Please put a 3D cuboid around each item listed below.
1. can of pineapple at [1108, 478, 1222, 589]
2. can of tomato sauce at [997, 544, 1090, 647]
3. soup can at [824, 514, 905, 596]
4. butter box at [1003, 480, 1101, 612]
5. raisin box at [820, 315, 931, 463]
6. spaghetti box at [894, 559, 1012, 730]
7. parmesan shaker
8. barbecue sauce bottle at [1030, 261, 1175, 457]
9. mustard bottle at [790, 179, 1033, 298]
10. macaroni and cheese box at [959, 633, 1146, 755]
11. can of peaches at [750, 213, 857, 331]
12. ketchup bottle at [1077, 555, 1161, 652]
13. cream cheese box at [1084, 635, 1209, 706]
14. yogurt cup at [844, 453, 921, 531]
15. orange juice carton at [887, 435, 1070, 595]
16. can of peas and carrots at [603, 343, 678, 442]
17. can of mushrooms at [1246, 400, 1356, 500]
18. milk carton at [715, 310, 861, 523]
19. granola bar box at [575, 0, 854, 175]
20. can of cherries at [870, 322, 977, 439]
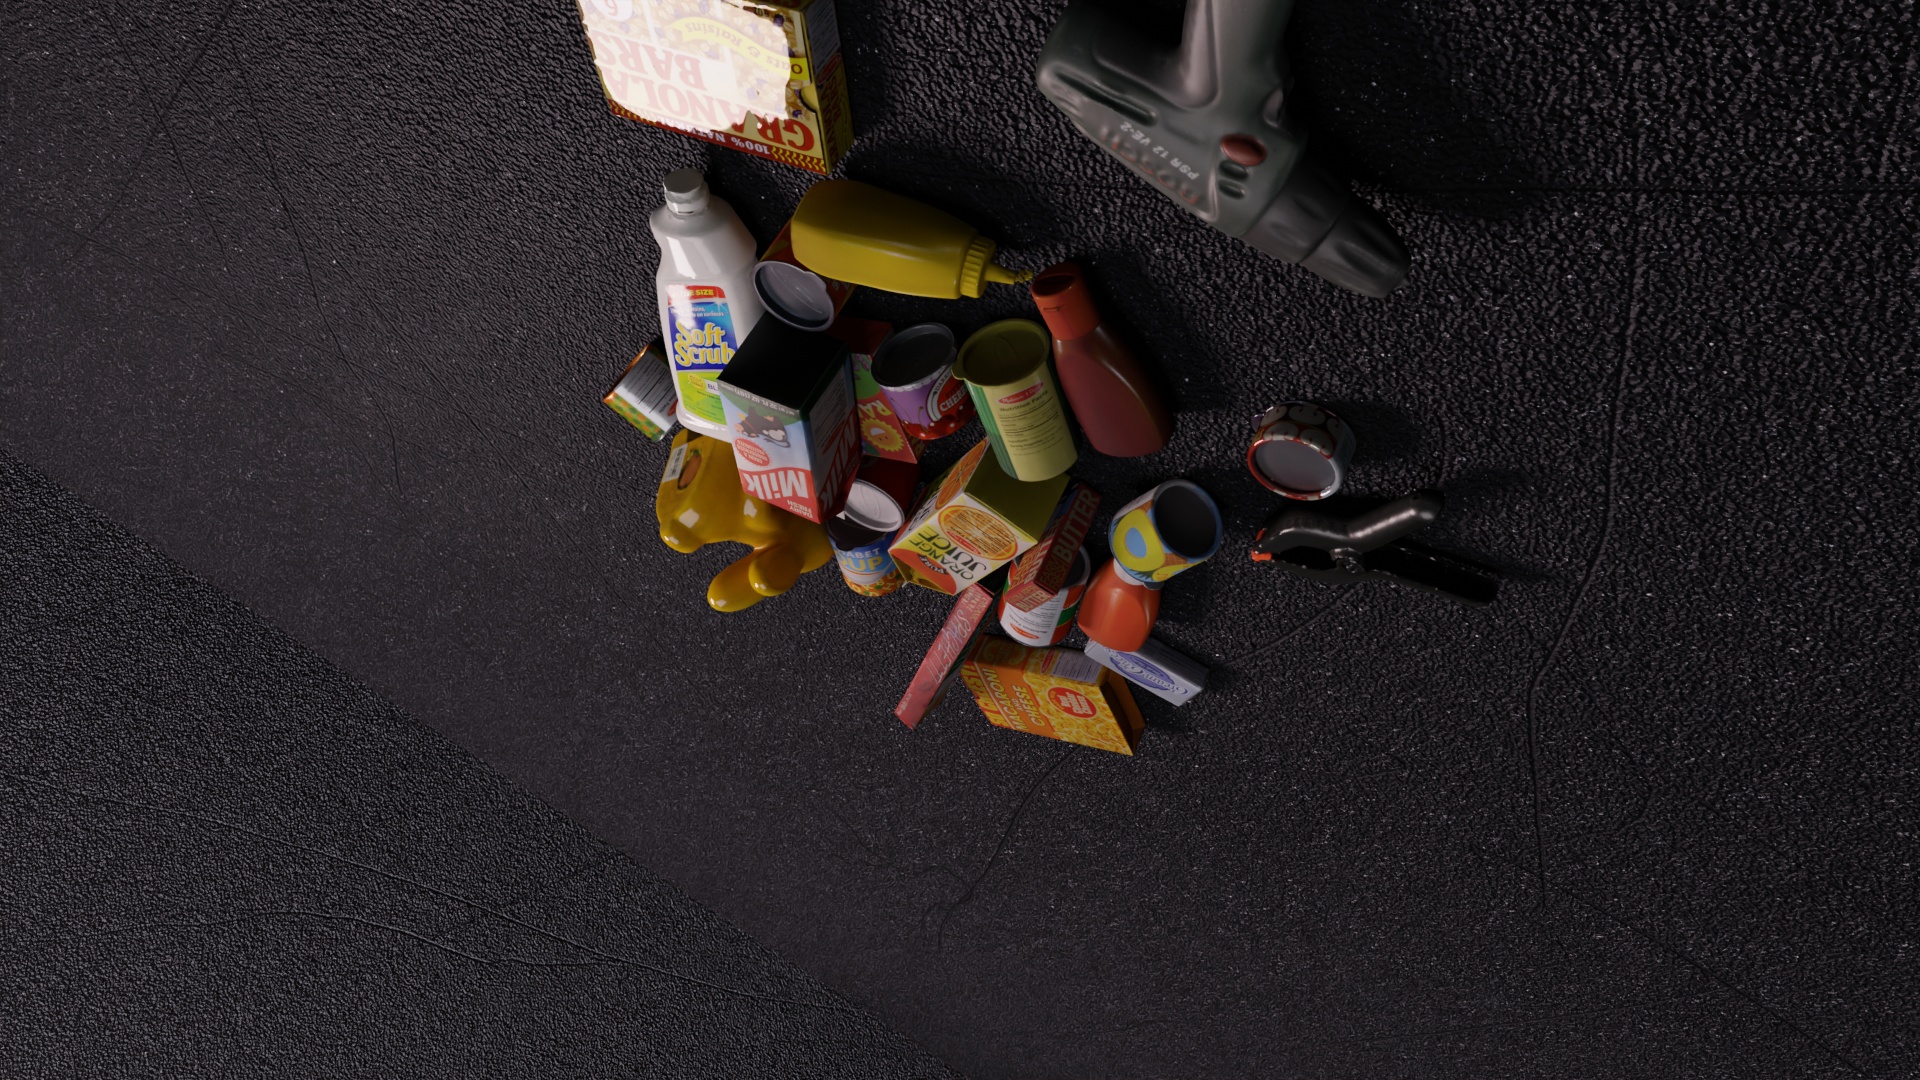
[{"bbox_3d":[0.155,-0.005,1.044,0.071,0.071,0.057,35,149,-13],"label":"can of pineapple"},{"bbox_3d":[0.071,0.039,1.180,0.071,0.071,0.082,23,142,8],"label":"can of tomato sauce"},{"bbox_3d":[-0.084,0.004,1.256,0.071,0.072,0.083,16,149,20],"label":"soup can"},{"bbox_3d":[0.073,0.005,1.094,0.024,0.104,0.053,34,149,-12],"label":"butter box"},{"bbox_3d":[-0.078,-0.120,1.090,0.086,0.040,0.123,11,145,28],"label":"raisin box"},{"bbox_3d":[-0.005,0.098,1.310,0.029,0.050,0.248,39,140,9],"label":"spaghetti box"},{"bbox_3d":[0.042,-0.098,0.991,0.071,0.071,0.102,11,147,28],"label":"parmesan shaker"},{"bbox_3d":[0.093,-0.120,0.939,0.065,0.044,0.148,3,142,37],"label":"barbecue sauce bottle"},{"bbox_3d":[-0.030,-0.190,0.913,0.160,0.065,0.048,18,145,9],"label":"mustard bottle"},{"bbox_3d":[0.087,0.151,1.377,0.166,0.040,0.123,7,144,32],"label":"macaroni and cheese box"},{"bbox_3d":[-0.104,-0.191,0.978,0.071,0.058,0.071,21,149,13],"label":"can of peaches"},{"bbox_3d":[0.138,0.039,1.153,0.065,0.044,0.148,26,151,10],"label":"ketchup bottle"},{"bbox_3d":[0.169,0.110,1.259,0.104,0.024,0.053,29,151,-2],"label":"cream cheese box"},{"bbox_3d":[-0.068,-0.048,1.178,0.072,0.054,0.072,21,150,13],"label":"yogurt cup"},{"bbox_3d":[0.004,-0.014,1.153,0.073,0.072,0.192,35,150,-12],"label":"orange juice carton"},{"bbox_3d":[-0.268,-0.128,1.209,0.058,0.071,0.070,40,149,-18],"label":"can of peas and carrots"},{"bbox_3d":[0.226,-0.060,0.933,0.071,0.033,0.070,20,151,12],"label":"can of mushrooms"},{"bbox_3d":[-0.127,-0.080,1.076,0.072,0.074,0.189,22,151,14],"label":"milk carton"},{"bbox_3d":[-0.154,-0.303,0.861,0.166,0.039,0.123,20,150,15],"label":"granola bar box"},{"bbox_3d":[-0.022,-0.116,1.018,0.071,0.072,0.058,6,144,33],"label":"can of cherries"}]
